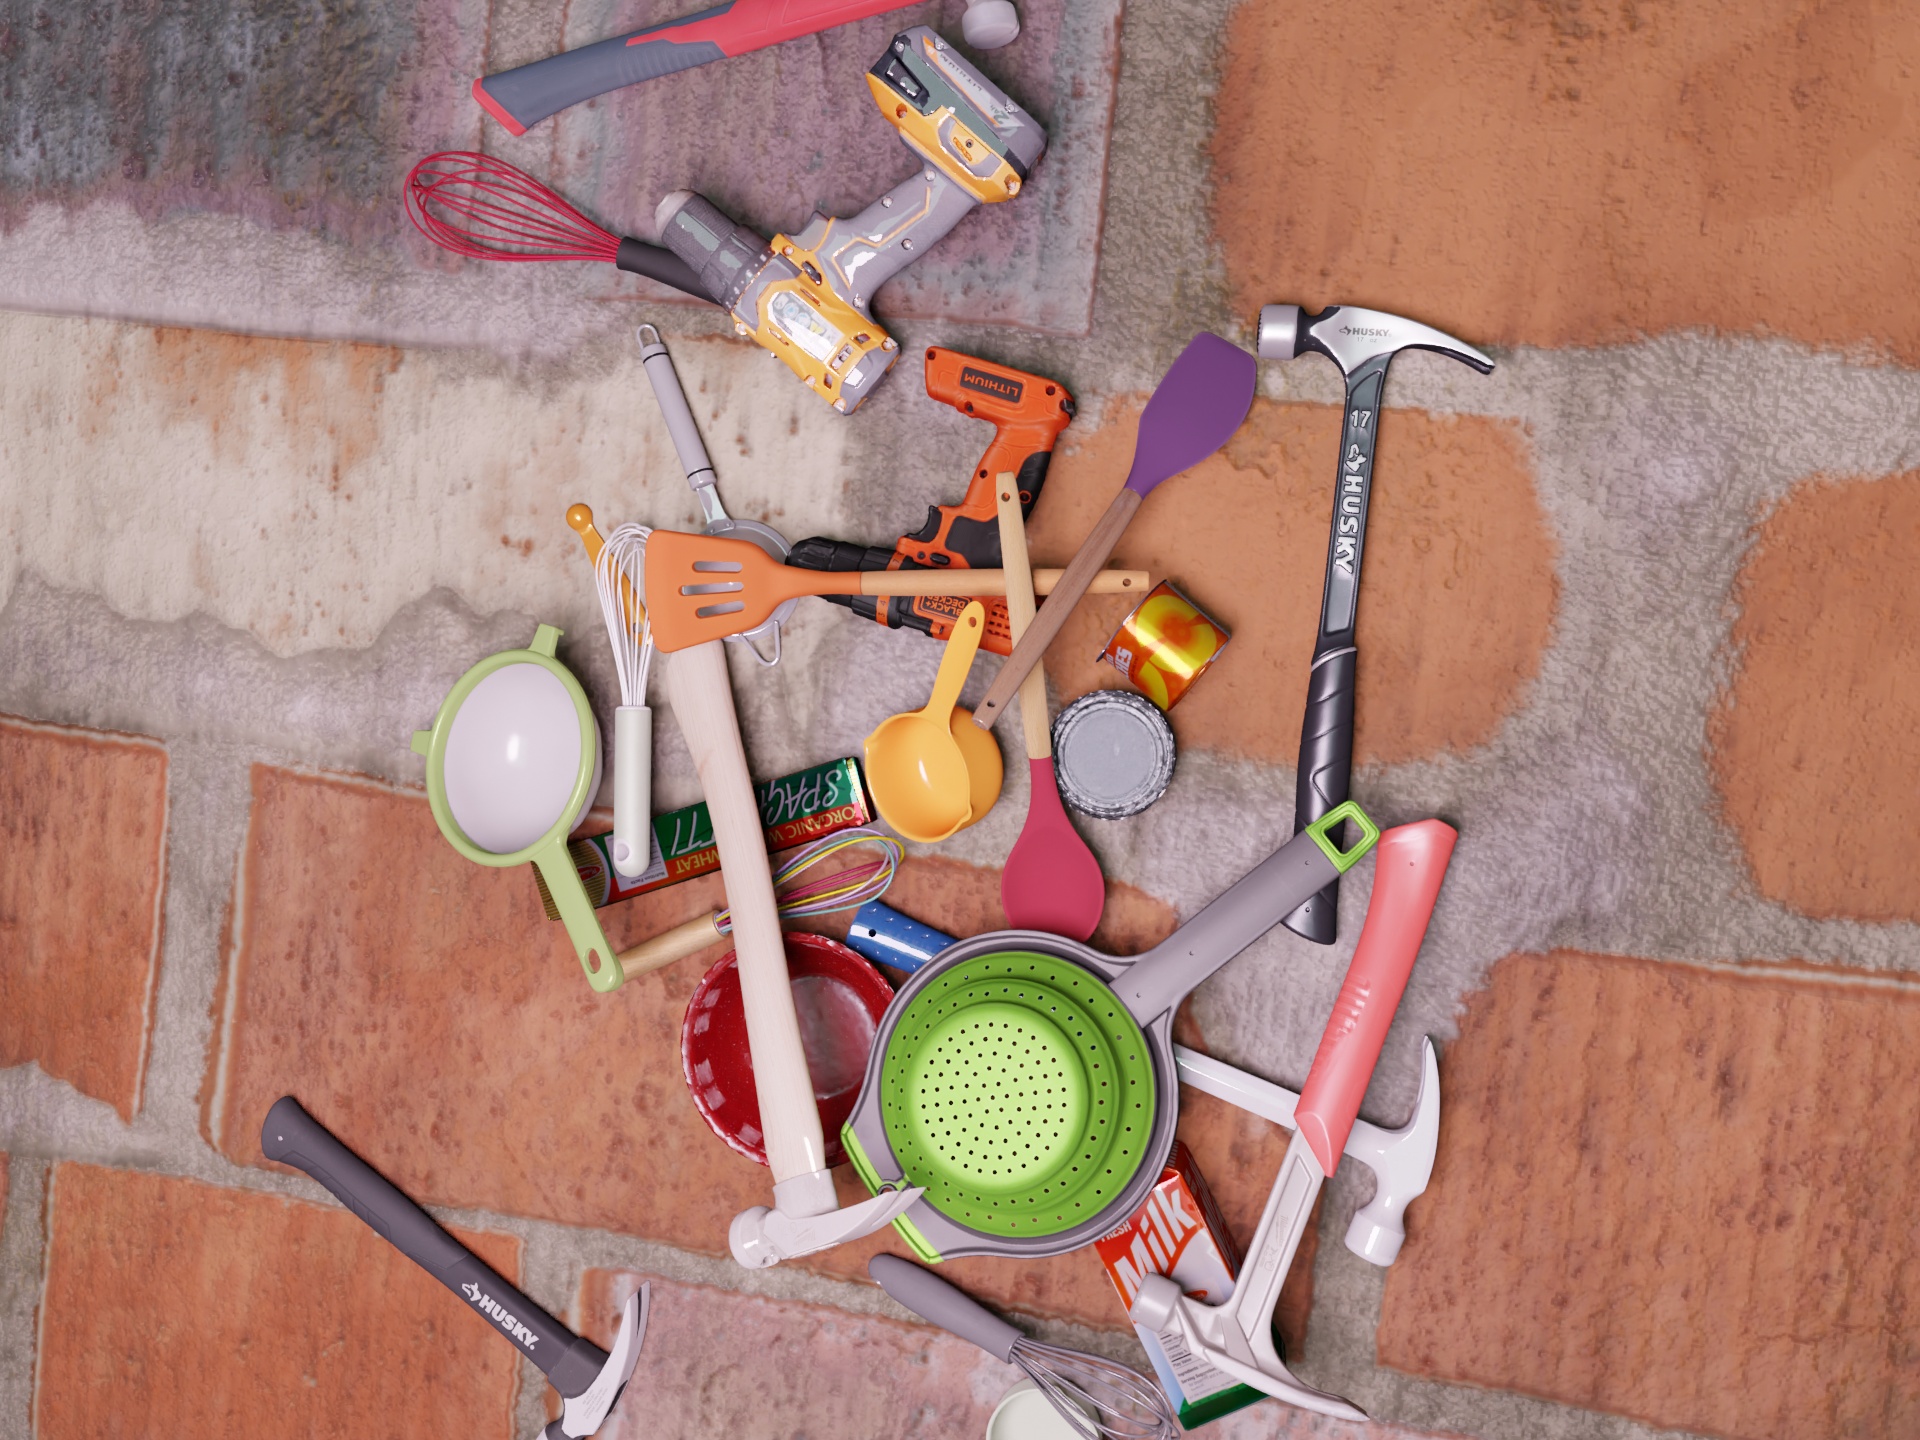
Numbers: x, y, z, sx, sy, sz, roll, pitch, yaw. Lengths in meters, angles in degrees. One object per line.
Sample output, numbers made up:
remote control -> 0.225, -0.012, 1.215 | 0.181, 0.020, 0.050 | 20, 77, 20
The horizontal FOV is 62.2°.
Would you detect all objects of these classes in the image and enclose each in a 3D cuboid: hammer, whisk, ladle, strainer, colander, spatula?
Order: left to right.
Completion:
hammer -> -0.375, 0.385, 1.156 | 0.335, 0.035, 0.146 | 36, 98, 9
strainer -> -0.273, 0.072, 1.094 | 0.151, 0.069, 0.257 | -36, 68, 19
whisk -> -0.254, -0.334, 1.113 | 0.296, 0.073, 0.073 | 19, 94, 4
whisk -> -0.226, -0.015, 1.101 | 0.058, 0.059, 0.246 | -3, 85, 30
strainer -> -0.179, -0.160, 1.108 | 0.087, 0.050, 0.258 | -21, 83, -4
hammer -> -0.159, -0.493, 1.099 | 0.386, 0.038, 0.143 | -11, 87, 11
whisk -> -0.146, 0.136, 1.105 | 0.245, 0.047, 0.051 | -25, 79, 15
hammer -> -0.126, 0.129, 1.025 | 0.146, 0.038, 0.411 | -30, 65, 36
spatula -> -0.041, -0.087, 1.023 | 0.322, 0.041, 0.081 | 0, 102, 7
whisk -> 0.036, 0.412, 1.046 | 0.239, 0.055, 0.055 | 21, 95, 29
ladle -> 0.047, -0.002, 1.019 | 0.069, 0.031, 0.315 | -4, 104, 13
colander -> 0.092, 0.178, 0.970 | 0.397, 0.094, 0.205 | -39, 74, 3
spatula -> 0.098, -0.122, 1.005 | 0.060, 0.018, 0.316 | 32, 73, 9
hammer -> 0.116, 0.207, 1.049 | 0.405, 0.035, 0.144 | 22, 89, 12
hammer -> 0.248, -0.060, 1.024 | 0.149, 0.036, 0.409 | 6, 92, 10
hammer -> 0.239, 0.231, 0.979 | 0.149, 0.036, 0.359 | 22, 80, 14

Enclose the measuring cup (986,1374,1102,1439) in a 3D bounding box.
measuring cup -> 0.101, 0.488, 1.060 | 0.167, 0.038, 0.083 | 12, 93, 9

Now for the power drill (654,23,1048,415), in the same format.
power drill -> -0.075, -0.343, 1.049 | 0.185, 0.084, 0.226 | 39, 100, -6

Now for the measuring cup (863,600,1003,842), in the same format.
measuring cup -> -0.002, -0.003, 1.039 | 0.095, 0.052, 0.173 | 33, 118, 27

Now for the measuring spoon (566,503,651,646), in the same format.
measuring spoon -> -0.251, -0.104, 1.136 | 0.021, 0.011, 0.117 | -30, 85, 10
